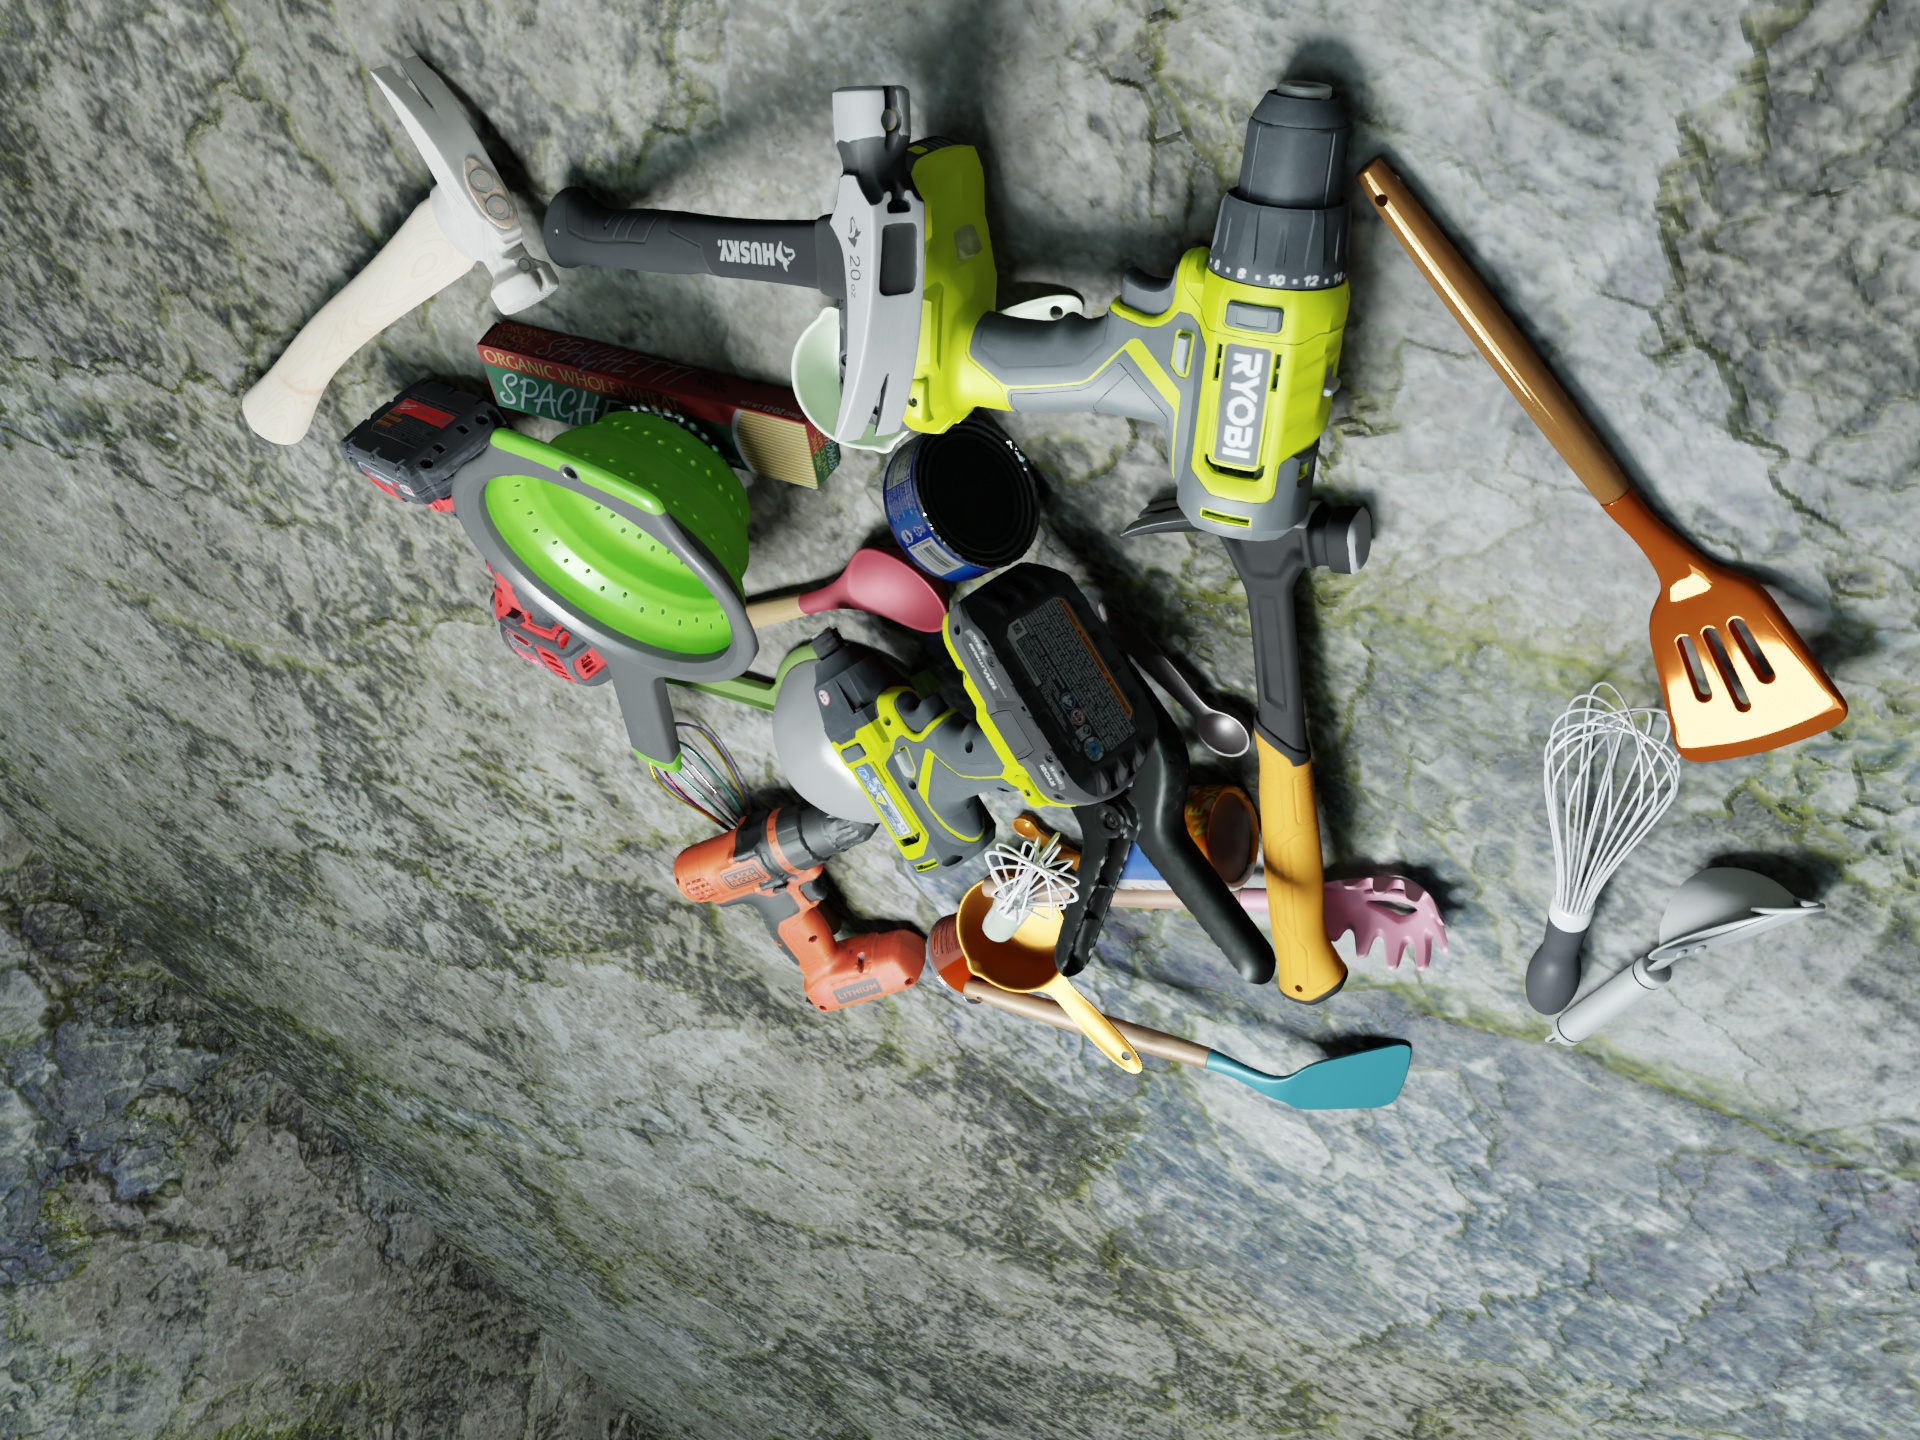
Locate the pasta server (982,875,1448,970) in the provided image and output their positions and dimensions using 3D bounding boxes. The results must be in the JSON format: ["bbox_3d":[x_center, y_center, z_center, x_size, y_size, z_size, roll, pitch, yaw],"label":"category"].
[{"bbox_3d":[0.154,0.118,1.026,0.316,0.040,0.060,0,123,28],"label":"pasta server"}]

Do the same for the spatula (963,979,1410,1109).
[{"bbox_3d":[0.155,0.227,1.140,0.317,0.044,0.082,14,140,16],"label":"spatula"}]

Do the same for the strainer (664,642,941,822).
[{"bbox_3d":[-0.125,0.008,1.123,0.256,0.069,0.151,16,140,21],"label":"strainer"}]

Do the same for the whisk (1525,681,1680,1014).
[{"bbox_3d":[0.337,0.085,0.863,0.070,0.070,0.284,17,145,23],"label":"whisk"}]

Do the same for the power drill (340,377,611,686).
[{"bbox_3d":[-0.328,-0.125,1.120,0.143,0.078,0.219,24,151,41],"label":"power drill"}]

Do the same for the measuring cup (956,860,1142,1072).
[{"bbox_3d":[0.075,0.175,1.133,0.173,0.052,0.095,47,119,6],"label":"measuring cup"}]

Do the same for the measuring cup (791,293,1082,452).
[{"bbox_3d":[-0.009,-0.197,0.837,0.167,0.038,0.083,-13,114,25],"label":"measuring cup"}]

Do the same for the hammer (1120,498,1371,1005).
[{"bbox_3d":[0.176,0.028,0.901,0.127,0.034,0.336,8,128,31],"label":"hammer"}]

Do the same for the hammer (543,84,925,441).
[{"bbox_3d":[-0.126,-0.230,0.789,0.335,0.035,0.146,23,122,49],"label":"hammer"}]

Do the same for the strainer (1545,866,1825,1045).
[{"bbox_3d":[0.390,0.136,0.890,0.087,0.050,0.258,-8,152,-15],"label":"strainer"}]

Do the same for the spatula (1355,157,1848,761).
[{"bbox_3d":[0.273,-0.113,0.700,0.322,0.041,0.081,47,143,-14],"label":"spatula"}]

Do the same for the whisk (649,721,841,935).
[{"bbox_3d":[-0.172,0.094,1.279,0.051,0.047,0.244,-13,127,34],"label":"whisk"}]

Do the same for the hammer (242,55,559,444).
[{"bbox_3d":[-0.399,-0.274,1.039,0.411,0.038,0.146,-14,110,49],"label":"hammer"}]

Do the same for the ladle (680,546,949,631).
[{"bbox_3d":[-0.119,-0.073,1.064,0.315,0.031,0.069,-7,129,45],"label":"ladle"}]

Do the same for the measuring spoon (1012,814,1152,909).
[{"bbox_3d":[0.087,0.098,1.112,0.117,0.011,0.021,32,143,-2],"label":"measuring spoon"}]

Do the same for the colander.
[{"bbox_3d":[-0.200,-0.083,1.040,0.204,0.094,0.396,24,154,9],"label":"colander"}]

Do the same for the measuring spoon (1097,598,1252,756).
[{"bbox_3d":[0.127,-0.029,0.936,0.124,0.018,0.034,46,143,-4],"label":"measuring spoon"}]

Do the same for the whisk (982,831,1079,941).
[{"bbox_3d":[0.034,0.112,0.995,0.059,0.058,0.246,26,164,3],"label":"whisk"}]

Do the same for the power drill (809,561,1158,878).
[{"bbox_3d":[-0.002,-0.003,0.946,0.171,0.080,0.223,58,145,-5],"label":"power drill"}]

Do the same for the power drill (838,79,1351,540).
[{"bbox_3d":[0.063,-0.196,0.722,0.228,0.080,0.190,15,122,21],"label":"power drill"}]
